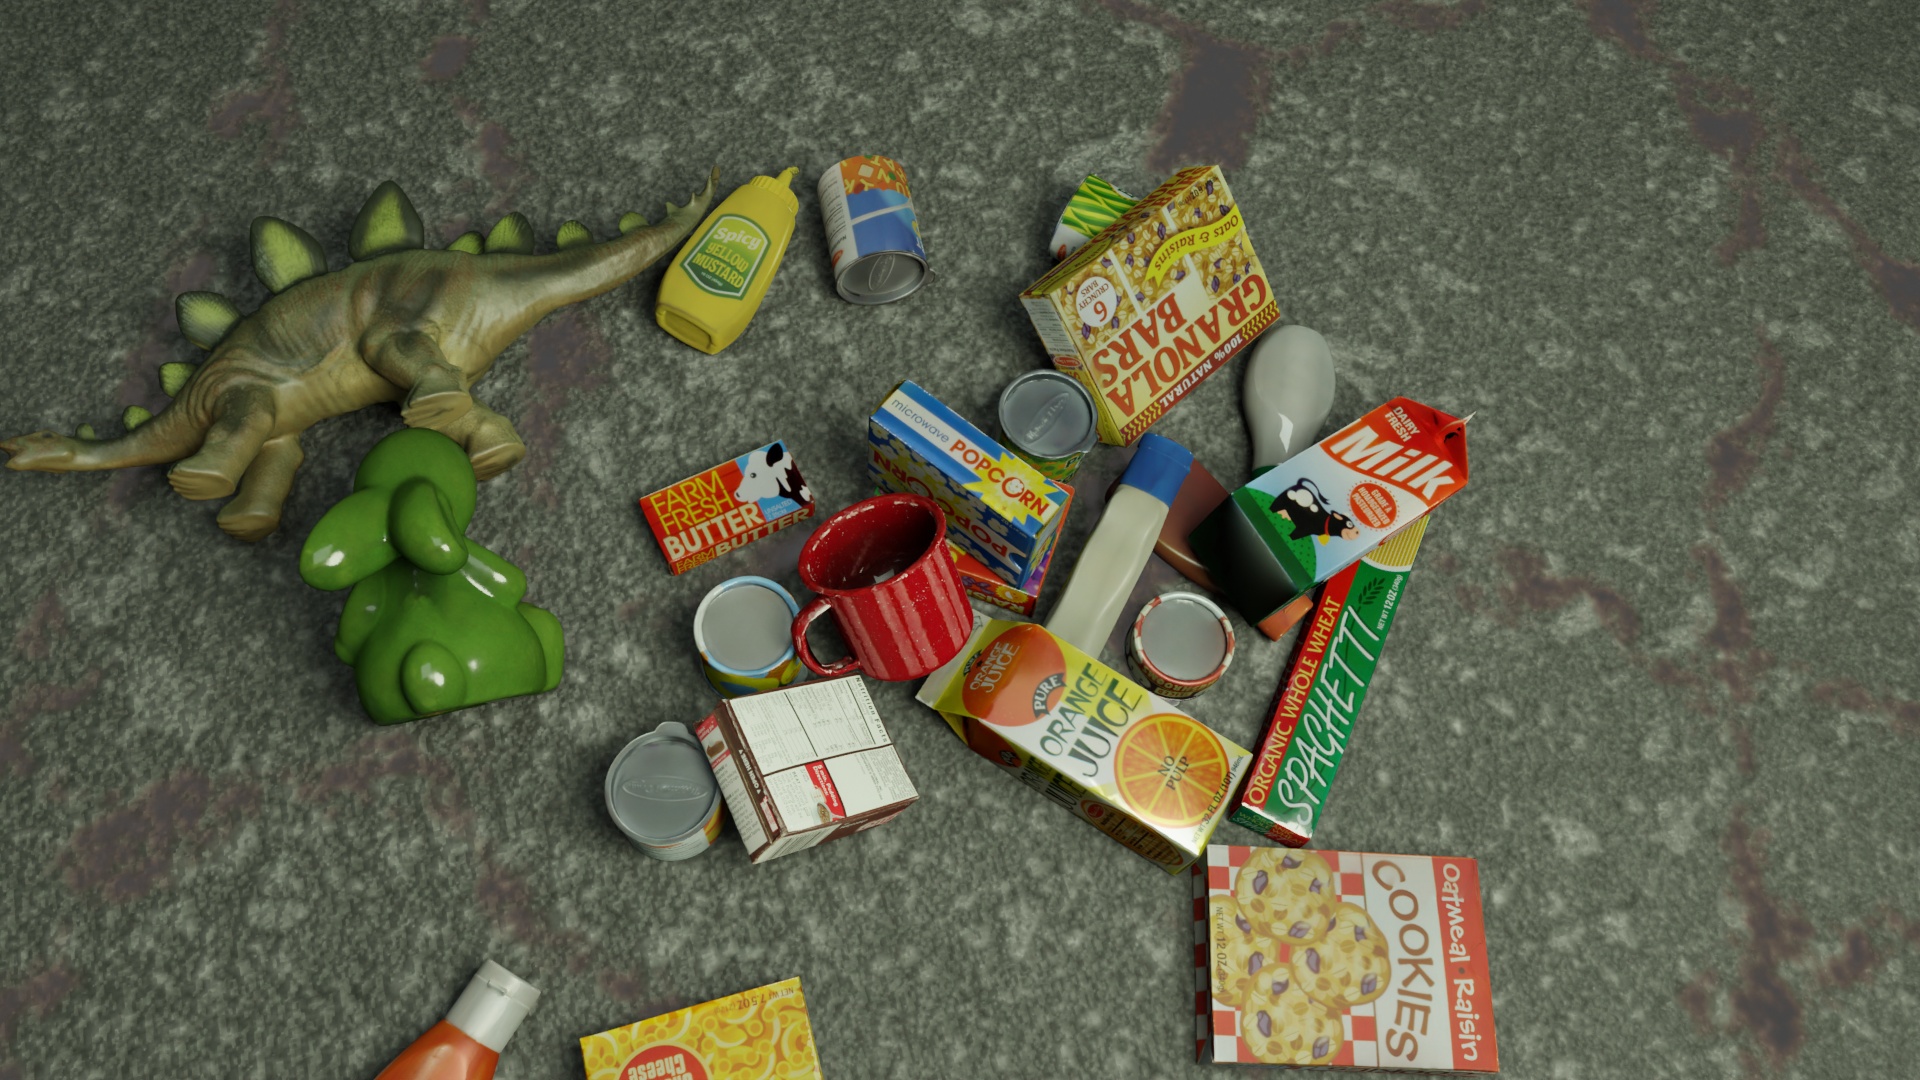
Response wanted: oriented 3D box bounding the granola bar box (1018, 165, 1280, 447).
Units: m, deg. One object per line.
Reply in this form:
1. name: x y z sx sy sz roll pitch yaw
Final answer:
1. granola bar box: 0.135 -0.161 0.953 0.166 0.039 0.124 -40 117 -19

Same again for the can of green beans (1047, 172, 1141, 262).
1. can of green beans: 0.103 -0.221 0.998 0.058 0.071 0.071 29 67 6

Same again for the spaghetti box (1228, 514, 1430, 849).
1. spaghetti box: 0.242 0.078 0.904 0.050 0.028 0.251 25 66 6

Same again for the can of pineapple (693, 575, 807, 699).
1. can of pineapple: -0.128 0.062 0.857 0.071 0.057 0.071 2 67 -5

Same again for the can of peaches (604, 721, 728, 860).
1. can of peaches: -0.170 0.148 0.815 0.071 0.057 0.071 2 66 -4

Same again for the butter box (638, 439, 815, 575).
1. butter box: -0.152 -0.022 0.909 0.104 0.024 0.053 -25 71 -16

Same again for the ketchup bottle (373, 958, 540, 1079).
1. ketchup bottle: -0.286 0.300 0.746 0.065 0.043 0.149 30 67 6

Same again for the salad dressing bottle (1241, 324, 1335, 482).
1. salad dressing bottle: 0.223 -0.076 0.961 0.064 0.043 0.148 15 68 -5

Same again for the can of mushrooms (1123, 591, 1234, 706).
1. can of mushrooms: 0.141 0.070 0.894 0.071 0.033 0.071 2 66 -6

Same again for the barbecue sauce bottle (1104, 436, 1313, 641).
1. barbecue sauce bottle: 0.167 0.002 0.921 0.065 0.043 0.149 -41 77 -12

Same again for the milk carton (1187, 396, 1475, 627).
1. milk carton: 0.248 -0.028 0.885 0.191 0.072 0.073 -28 77 -24

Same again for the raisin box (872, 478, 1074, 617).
1. raisin box: 0.003 -0.011 0.912 0.123 0.040 0.086 19 66 4

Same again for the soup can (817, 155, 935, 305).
1. soup can: -0.060 -0.219 0.982 0.071 0.071 0.084 -9 68 -9

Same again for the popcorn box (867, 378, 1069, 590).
1. popcorn box: 0.001 -0.034 0.853 0.127 0.085 0.038 37 68 11

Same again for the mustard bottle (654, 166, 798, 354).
1. mustard bottle: -0.154 -0.208 0.974 0.065 0.048 0.161 28 67 -6

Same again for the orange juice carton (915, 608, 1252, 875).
1. orange juice carton: 0.071 0.118 0.845 0.193 0.072 0.072 31 68 8

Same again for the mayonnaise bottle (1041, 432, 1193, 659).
1. mayonnaise bottle: 0.100 0.004 0.882 0.041 0.064 0.148 26 85 11

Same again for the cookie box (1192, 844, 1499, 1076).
1. cookie box: 0.225 0.248 0.822 0.167 0.040 0.123 4 66 -4

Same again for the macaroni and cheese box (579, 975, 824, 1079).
1. macaroni and cheese box: -0.127 0.336 0.748 0.124 0.040 0.167 -13 69 -10

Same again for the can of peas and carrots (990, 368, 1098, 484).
1. can of peas and carrots: 0.057 -0.071 0.933 0.071 0.058 0.071 2 67 -5
